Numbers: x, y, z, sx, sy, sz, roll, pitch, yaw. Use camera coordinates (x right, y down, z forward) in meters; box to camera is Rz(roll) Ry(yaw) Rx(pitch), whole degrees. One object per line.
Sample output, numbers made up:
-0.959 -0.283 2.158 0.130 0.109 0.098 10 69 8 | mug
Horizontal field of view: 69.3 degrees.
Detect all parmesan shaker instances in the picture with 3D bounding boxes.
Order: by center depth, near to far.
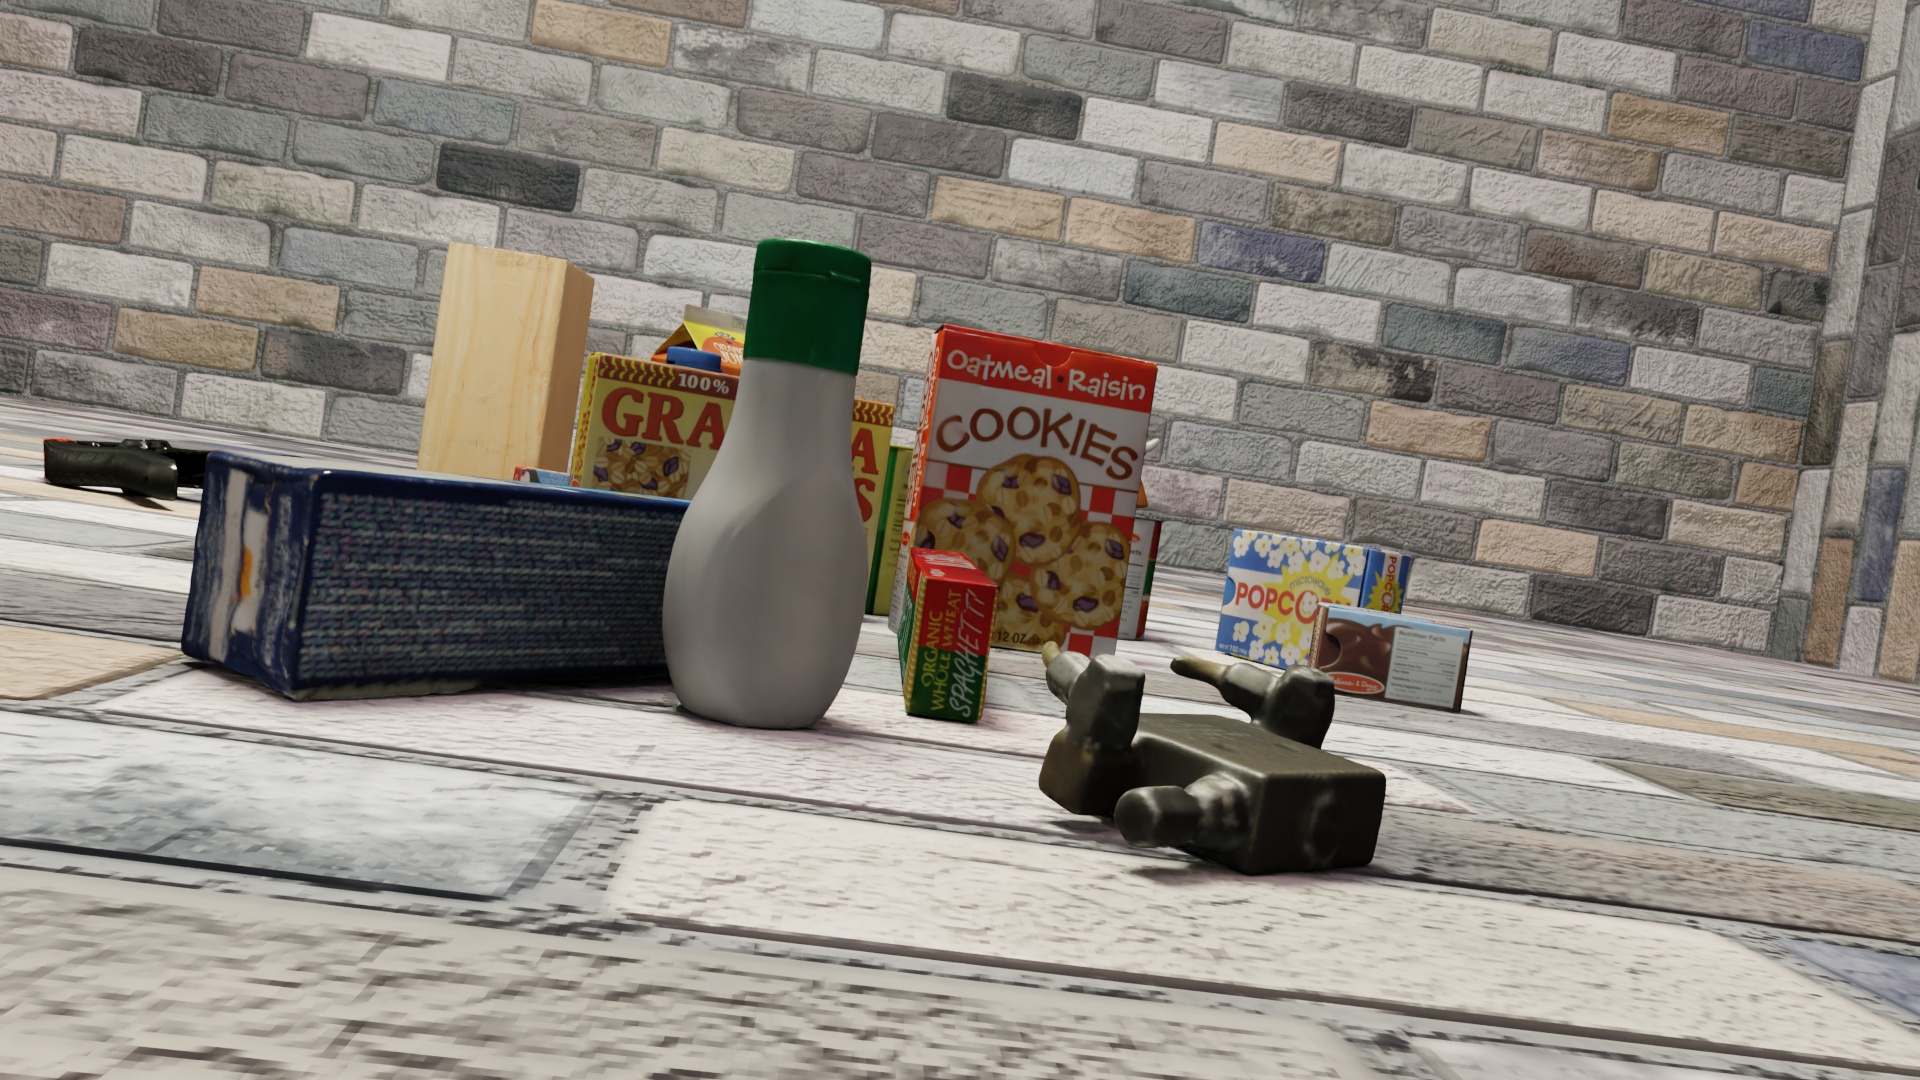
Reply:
-0.057 -0.009 0.855 0.071 0.103 0.071 9 1 0 | parmesan shaker

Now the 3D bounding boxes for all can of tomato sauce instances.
0.099 0.022 0.948 0.071 0.083 0.071 9 1 0 | can of tomato sauce

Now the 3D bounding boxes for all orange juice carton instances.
-0.199 -0.082 1.073 0.073 0.192 0.072 10 2 43 | orange juice carton

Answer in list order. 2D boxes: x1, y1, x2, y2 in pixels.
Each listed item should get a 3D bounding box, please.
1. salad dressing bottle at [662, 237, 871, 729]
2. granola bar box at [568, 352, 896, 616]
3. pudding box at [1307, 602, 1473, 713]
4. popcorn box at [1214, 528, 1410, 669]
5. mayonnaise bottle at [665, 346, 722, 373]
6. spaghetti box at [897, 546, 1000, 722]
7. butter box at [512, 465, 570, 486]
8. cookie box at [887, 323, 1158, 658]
-0.055 -0.018 0.434 0.064 0.147 0.044 8 1 -40 | salad dressing bottle
-0.126 -0.027 0.753 0.166 0.124 0.039 8 1 -28 | granola bar box
0.241 0.065 0.784 0.084 0.049 0.030 9 1 2 | pudding box
0.222 0.041 0.887 0.038 0.085 0.126 8 2 -29 | popcorn box
-0.189 -0.054 0.930 0.041 0.148 0.065 8 1 -34 | mayonnaise bottle
-0.009 0.033 0.603 0.029 0.050 0.250 9 2 -4 | spaghetti box
-0.271 -0.021 1.001 0.103 0.053 0.024 8 2 -32 | butter box
0.034 -0.025 0.762 0.123 0.167 0.040 8 1 -13 | cookie box
